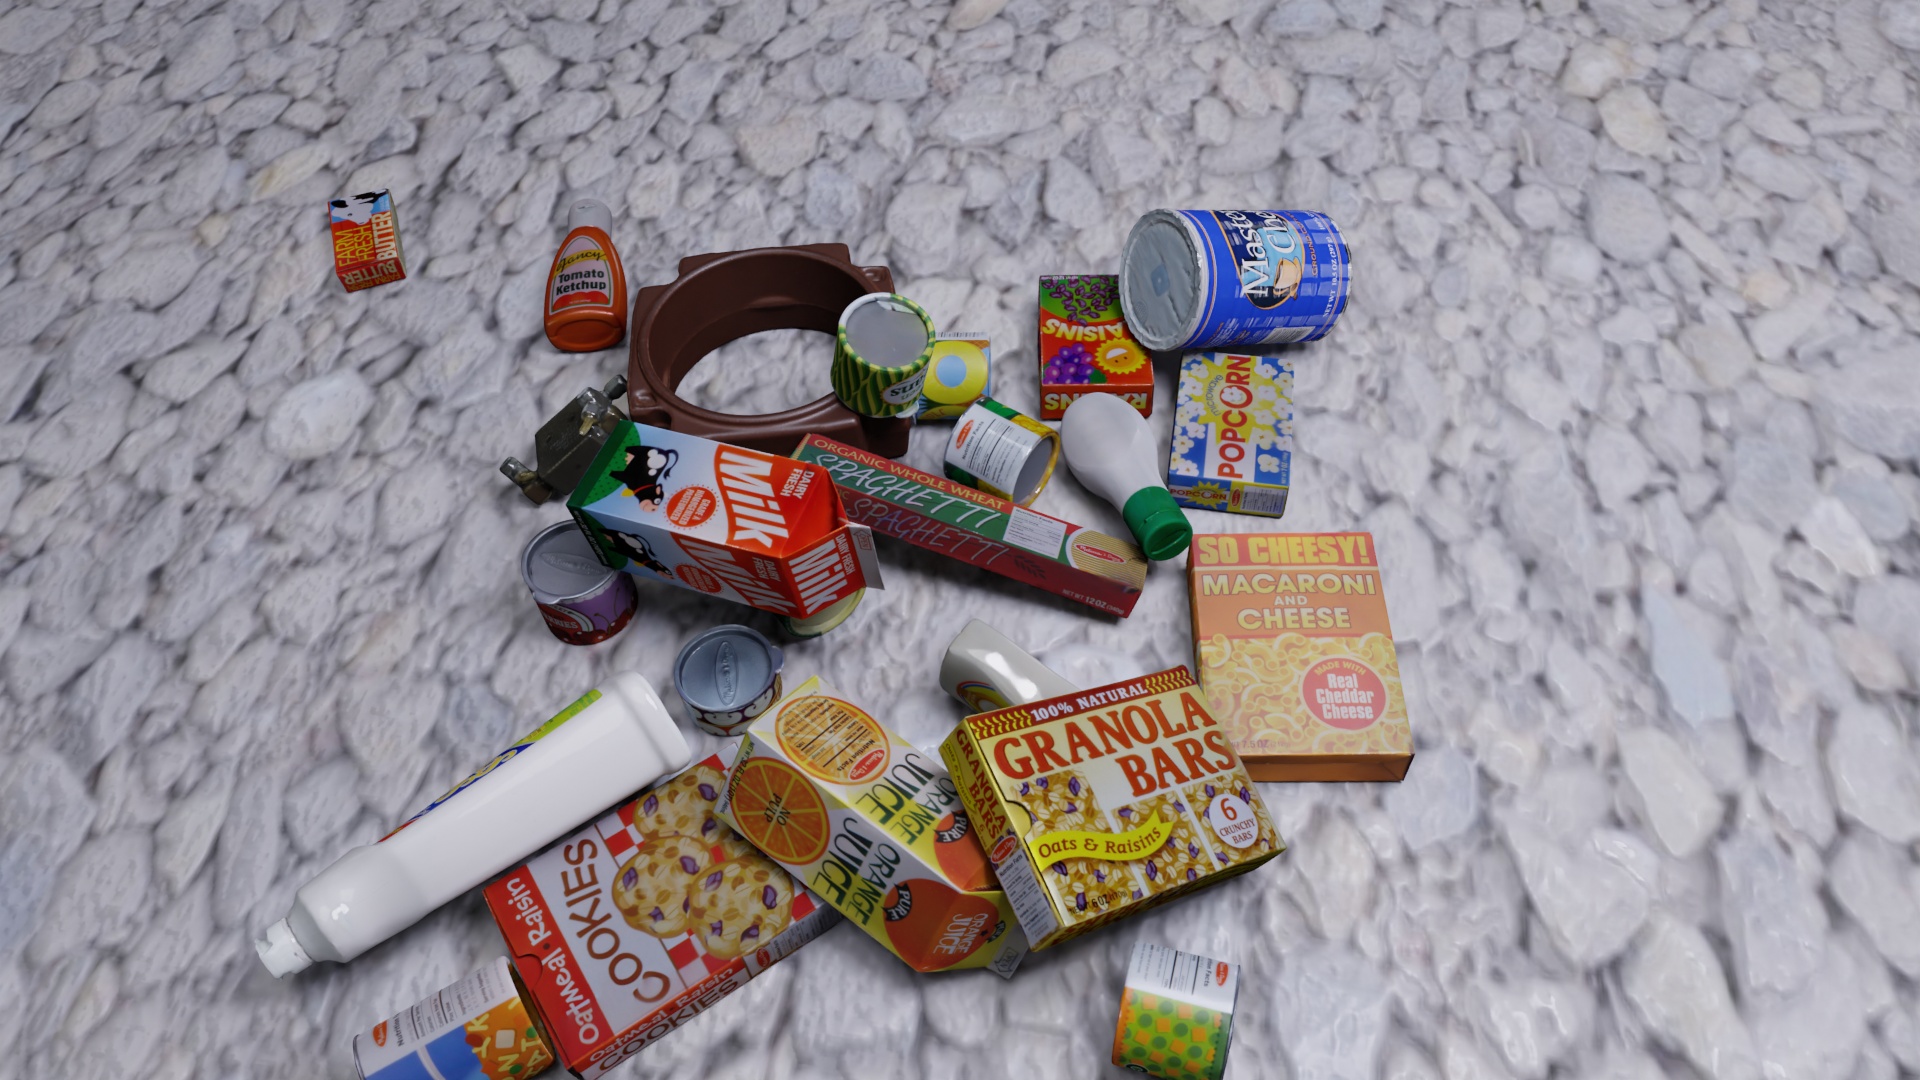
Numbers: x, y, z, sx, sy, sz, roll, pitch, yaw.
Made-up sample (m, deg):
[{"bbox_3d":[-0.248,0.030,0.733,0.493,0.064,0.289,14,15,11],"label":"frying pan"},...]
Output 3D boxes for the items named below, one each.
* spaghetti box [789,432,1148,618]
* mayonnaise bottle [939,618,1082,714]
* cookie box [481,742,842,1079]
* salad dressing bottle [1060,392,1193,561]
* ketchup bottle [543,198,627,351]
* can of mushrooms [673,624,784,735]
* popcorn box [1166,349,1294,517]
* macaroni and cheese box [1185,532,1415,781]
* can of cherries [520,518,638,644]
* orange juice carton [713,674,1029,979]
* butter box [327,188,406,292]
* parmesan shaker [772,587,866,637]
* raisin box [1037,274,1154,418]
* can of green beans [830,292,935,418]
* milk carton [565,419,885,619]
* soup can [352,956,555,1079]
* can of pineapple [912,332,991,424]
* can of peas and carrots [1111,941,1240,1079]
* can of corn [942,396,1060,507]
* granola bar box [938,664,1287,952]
[{"bbox_3d":[0.003,-0.012,0.936,0.250,0.028,0.050,19,37,2],"label":"spaghetti box"},{"bbox_3d":[0.056,0.110,0.859,0.148,0.064,0.041,34,60,14],"label":"mayonnaise bottle"},{"bbox_3d":[-0.173,0.211,0.804,0.168,0.040,0.123,-29,57,-19],"label":"cookie box"},{"bbox_3d":[0.116,-0.045,0.969,0.064,0.044,0.148,-33,43,8],"label":"salad dressing bottle"},{"bbox_3d":[-0.307,-0.221,1.143,0.065,0.043,0.149,-8,52,-3],"label":"ketchup bottle"},{"bbox_3d":[-0.148,0.091,0.901,0.071,0.033,0.071,-2,52,2],"label":"can of mushrooms"},{"bbox_3d":[0.197,-0.079,1.013,0.085,0.038,0.127,6,53,8],"label":"popcorn box"},{"bbox_3d":[0.213,0.072,0.894,0.124,0.040,0.167,0,53,3],"label":"macaroni and cheese box"},{"bbox_3d":[-0.258,0.030,0.938,0.071,0.058,0.072,-1,53,1],"label":"can of cherries"},{"bbox_3d":[-0.038,0.169,0.785,0.193,0.071,0.073,34,33,13],"label":"orange juice carton"},{"bbox_3d":[-0.510,-0.259,1.195,0.053,0.024,0.104,-17,53,-11],"label":"butter box"},{"bbox_3d":[-0.116,0.006,0.941,0.071,0.071,0.103,-32,57,-20],"label":"parmesan shaker"},{"bbox_3d":[0.102,-0.150,1.072,0.086,0.039,0.124,0,51,2],"label":"raisin box"},{"bbox_3d":[-0.053,-0.126,0.948,0.071,0.057,0.071,5,63,-9],"label":"can of green beans"},{"bbox_3d":[-0.139,-0.010,0.872,0.191,0.072,0.074,14,58,16],"label":"milk carton"},{"bbox_3d":[-0.269,0.276,0.746,0.084,0.071,0.071,-27,56,-18],"label":"soup can"},{"bbox_3d":[-0.006,-0.121,1.039,0.058,0.070,0.071,0,52,3],"label":"can of pineapple"},{"bbox_3d":[0.115,0.256,0.742,0.059,0.070,0.071,11,54,11],"label":"can of peas and carrots"},{"bbox_3d":[0.031,-0.061,0.991,0.058,0.070,0.071,29,59,22],"label":"can of corn"},{"bbox_3d":[0.087,0.144,0.777,0.166,0.038,0.124,-9,59,-34],"label":"granola bar box"}]
